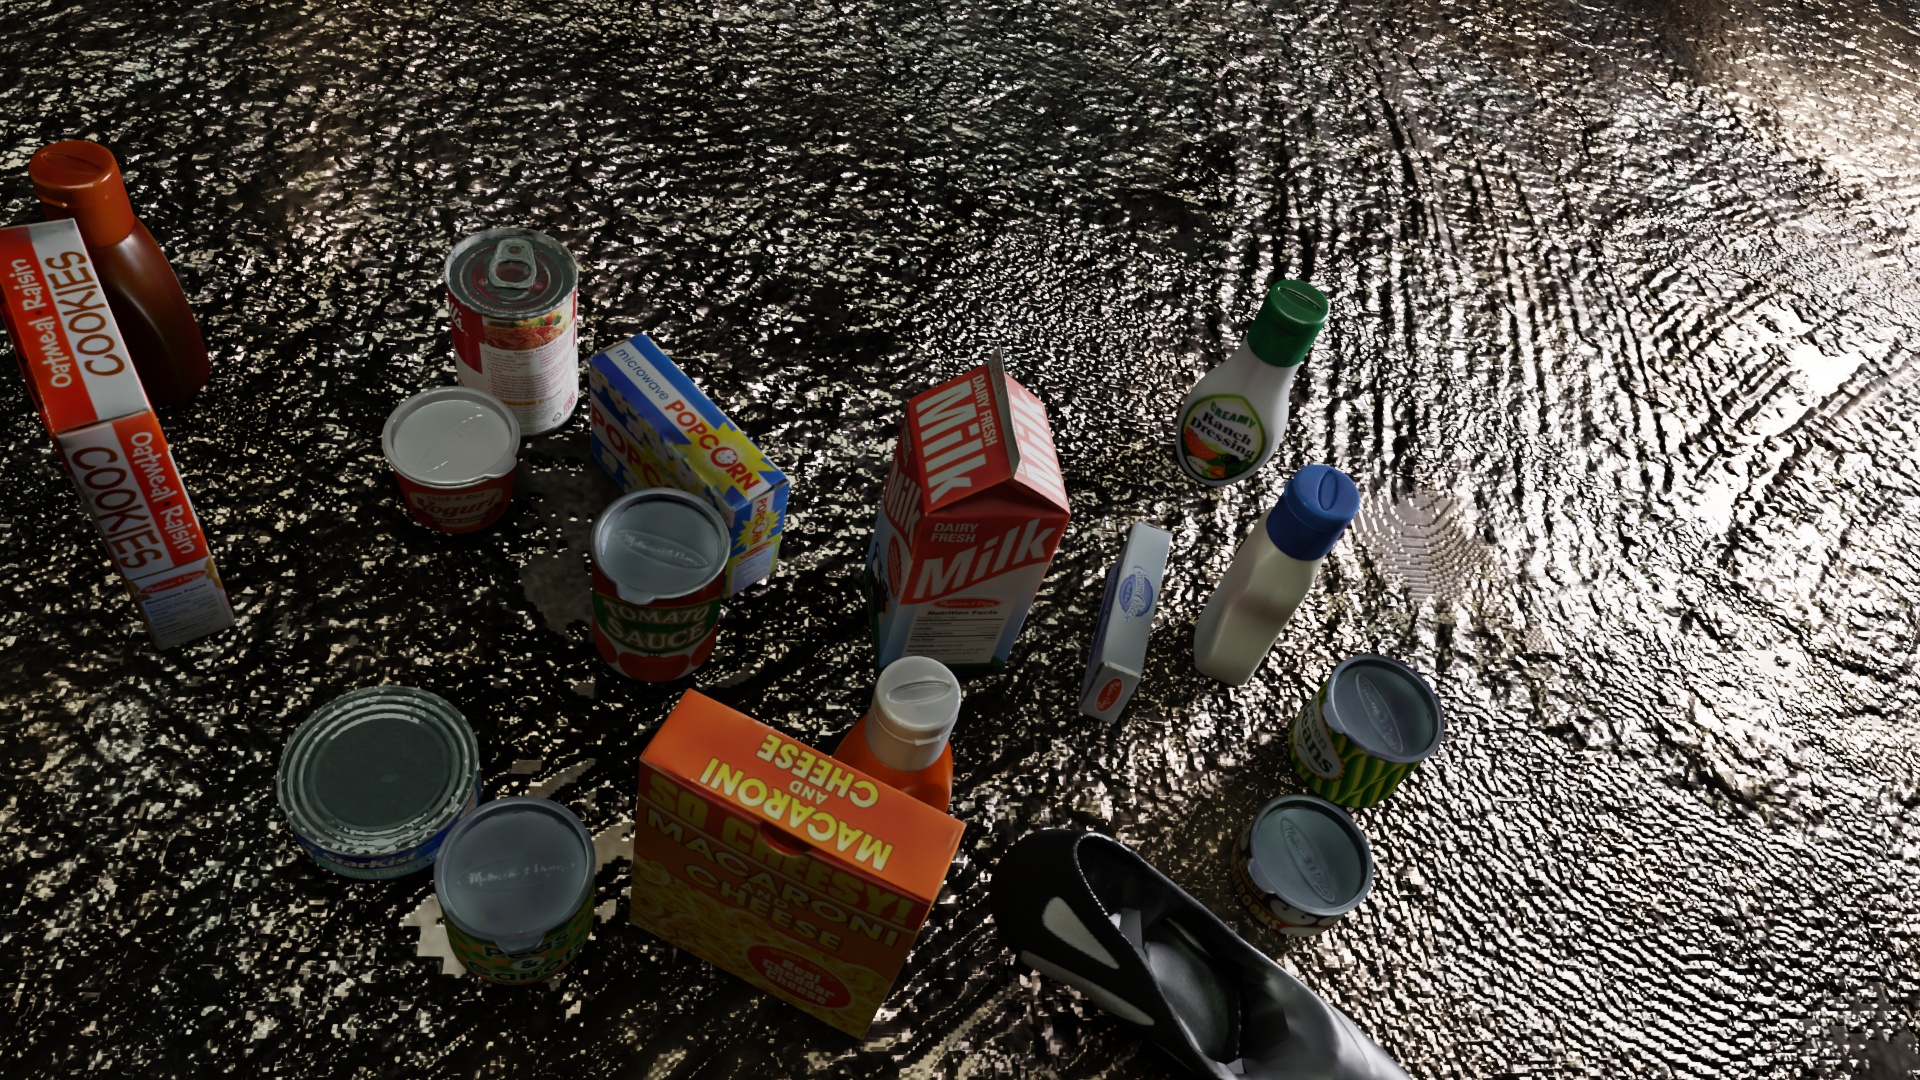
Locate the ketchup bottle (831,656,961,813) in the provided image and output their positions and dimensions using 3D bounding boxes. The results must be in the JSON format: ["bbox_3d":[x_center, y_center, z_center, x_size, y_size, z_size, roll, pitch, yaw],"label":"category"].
[{"bbox_3d":[-0.031,0.106,0.635,0.065,0.148,0.044,-7,57,-19],"label":"ketchup bottle"}]

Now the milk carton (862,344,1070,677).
[{"bbox_3d":[0.003,-0.009,0.703,0.073,0.189,0.072,0,54,-14],"label":"milk carton"}]

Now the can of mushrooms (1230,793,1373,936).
[{"bbox_3d":[0.173,0.168,0.715,0.071,0.033,0.071,7,53,-9],"label":"can of mushrooms"}]

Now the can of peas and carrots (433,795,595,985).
[{"bbox_3d":[-0.194,0.157,0.612,0.071,0.058,0.071,7,53,-9],"label":"can of peas and carrots"}]

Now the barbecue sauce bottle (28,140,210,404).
[{"bbox_3d":[-0.433,-0.134,0.710,0.065,0.147,0.044,17,52,-2],"label":"barbecue sauce bottle"}]

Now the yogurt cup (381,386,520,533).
[{"bbox_3d":[-0.270,-0.041,0.742,0.072,0.053,0.073,7,53,-9],"label":"yogurt cup"}]

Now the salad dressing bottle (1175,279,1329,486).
[{"bbox_3d":[0.176,-0.093,0.838,0.064,0.146,0.044,32,53,9],"label":"salad dressing bottle"}]

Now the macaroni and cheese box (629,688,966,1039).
[{"bbox_3d":[-0.075,0.143,0.585,0.124,0.165,0.040,25,52,5],"label":"macaroni and cheese box"}]

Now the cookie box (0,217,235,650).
[{"bbox_3d":[-0.392,-0.045,0.642,0.040,0.166,0.123,-22,63,-27],"label":"cookie box"}]

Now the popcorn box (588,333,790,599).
[{"bbox_3d":[-0.150,-0.040,0.754,0.038,0.084,0.127,-34,68,-32],"label":"popcorn box"}]

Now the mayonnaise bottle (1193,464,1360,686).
[{"bbox_3d":[0.170,0.018,0.754,0.041,0.147,0.065,21,52,1],"label":"mayonnaise bottle"}]

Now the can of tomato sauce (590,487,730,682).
[{"bbox_3d":[-0.154,0.026,0.705,0.071,0.082,0.071,7,53,-9],"label":"can of tomato sauce"}]

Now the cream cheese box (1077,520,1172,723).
[{"bbox_3d":[0.091,0.045,0.773,0.024,0.053,0.104,19,52,0],"label":"cream cheese box"}]

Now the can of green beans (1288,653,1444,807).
[{"bbox_3d":[0.220,0.105,0.759,0.071,0.057,0.071,7,53,-9],"label":"can of green beans"}]
